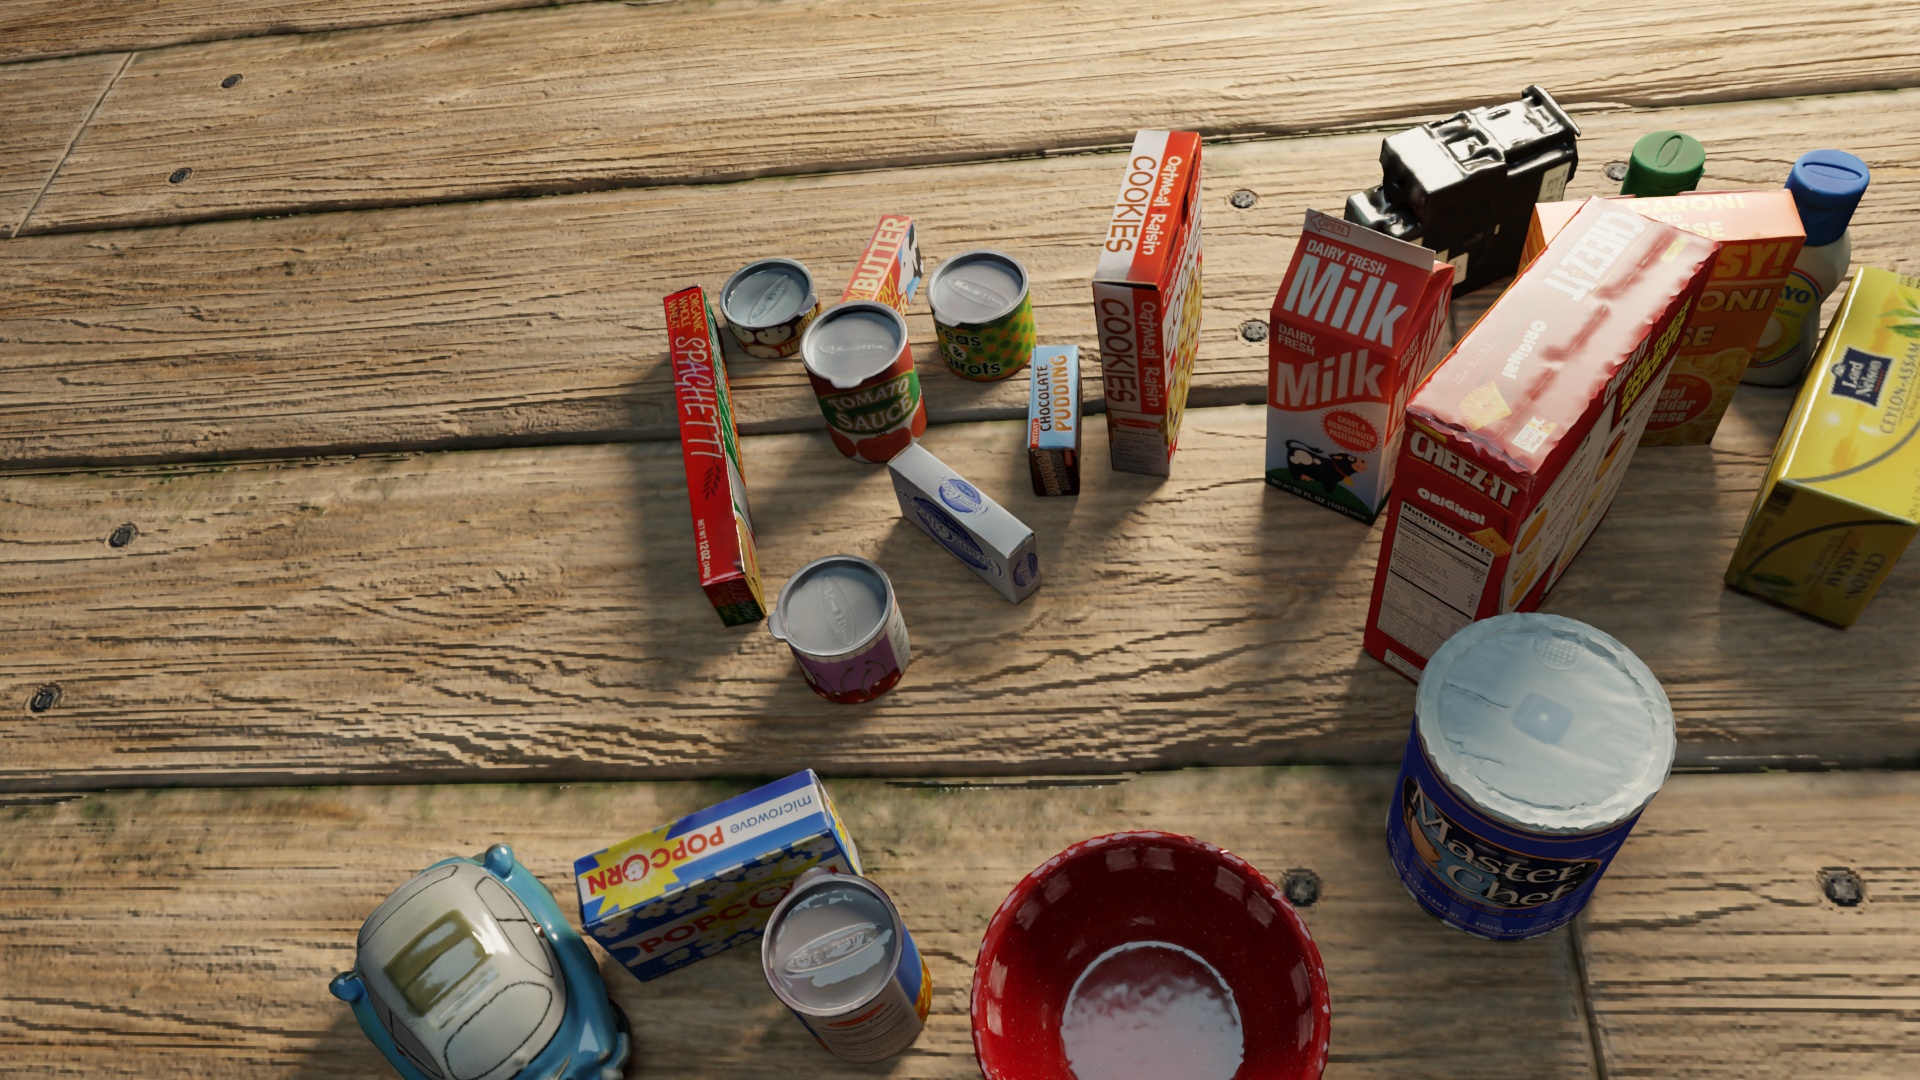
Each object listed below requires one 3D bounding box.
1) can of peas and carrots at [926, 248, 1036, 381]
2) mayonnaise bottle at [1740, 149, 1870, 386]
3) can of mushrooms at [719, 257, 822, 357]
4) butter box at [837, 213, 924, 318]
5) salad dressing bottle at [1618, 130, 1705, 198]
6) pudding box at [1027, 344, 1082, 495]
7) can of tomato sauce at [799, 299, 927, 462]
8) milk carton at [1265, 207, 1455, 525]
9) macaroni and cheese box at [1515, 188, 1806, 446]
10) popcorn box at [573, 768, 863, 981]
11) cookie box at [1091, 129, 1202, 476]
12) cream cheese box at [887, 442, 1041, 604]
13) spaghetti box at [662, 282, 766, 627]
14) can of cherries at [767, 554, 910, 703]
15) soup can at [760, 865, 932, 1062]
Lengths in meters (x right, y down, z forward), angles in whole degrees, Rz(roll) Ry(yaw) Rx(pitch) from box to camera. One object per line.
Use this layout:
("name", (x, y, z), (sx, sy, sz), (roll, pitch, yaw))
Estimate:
("can of peas and carrots", (0.014, -0.145, 0.909), (0.071, 0.058, 0.071), (-5, 55, 7))
("mayonnaise bottle", (0.462, -0.150, 0.778), (0.065, 0.147, 0.041), (20, 62, 22))
("can of mushrooms", (-0.128, -0.160, 0.959), (0.071, 0.033, 0.071), (-5, 55, 7))
("butter box", (-0.055, -0.166, 0.939), (0.024, 0.053, 0.104), (11, 58, 17))
("salad dressing bottle", (0.392, -0.168, 0.803), (0.044, 0.147, 0.064), (27, 64, 25))
("pudding box", (0.059, -0.075, 0.858), (0.030, 0.049, 0.084), (-1, 55, 9))
("can of tomato sauce", (-0.059, -0.097, 0.873), (0.071, 0.082, 0.071), (-5, 55, 7))
("milk carton", (0.216, -0.100, 0.761), (0.072, 0.189, 0.074), (26, 64, 25))
("macaroni and cheese box", (0.365, -0.116, 0.761), (0.124, 0.165, 0.040), (-1, 56, 9))
("popcorn box", (-0.118, 0.169, 0.697), (0.127, 0.084, 0.038), (-21, 55, -5))
("cookie box", (0.115, -0.137, 0.818), (0.040, 0.166, 0.123), (8, 58, 15))
("cream cheese box", (0.003, -0.010, 0.820), (0.024, 0.053, 0.104), (-41, 59, -18))
("spaghetti box", (-0.158, -0.061, 0.886), (0.029, 0.050, 0.251), (-15, 54, 0))
("can of cherries", (-0.068, 0.051, 0.787), (0.071, 0.058, 0.072), (-5, 55, 7))
("soup can", (-0.053, 0.203, 0.663), (0.071, 0.083, 0.072), (-5, 55, 7))
